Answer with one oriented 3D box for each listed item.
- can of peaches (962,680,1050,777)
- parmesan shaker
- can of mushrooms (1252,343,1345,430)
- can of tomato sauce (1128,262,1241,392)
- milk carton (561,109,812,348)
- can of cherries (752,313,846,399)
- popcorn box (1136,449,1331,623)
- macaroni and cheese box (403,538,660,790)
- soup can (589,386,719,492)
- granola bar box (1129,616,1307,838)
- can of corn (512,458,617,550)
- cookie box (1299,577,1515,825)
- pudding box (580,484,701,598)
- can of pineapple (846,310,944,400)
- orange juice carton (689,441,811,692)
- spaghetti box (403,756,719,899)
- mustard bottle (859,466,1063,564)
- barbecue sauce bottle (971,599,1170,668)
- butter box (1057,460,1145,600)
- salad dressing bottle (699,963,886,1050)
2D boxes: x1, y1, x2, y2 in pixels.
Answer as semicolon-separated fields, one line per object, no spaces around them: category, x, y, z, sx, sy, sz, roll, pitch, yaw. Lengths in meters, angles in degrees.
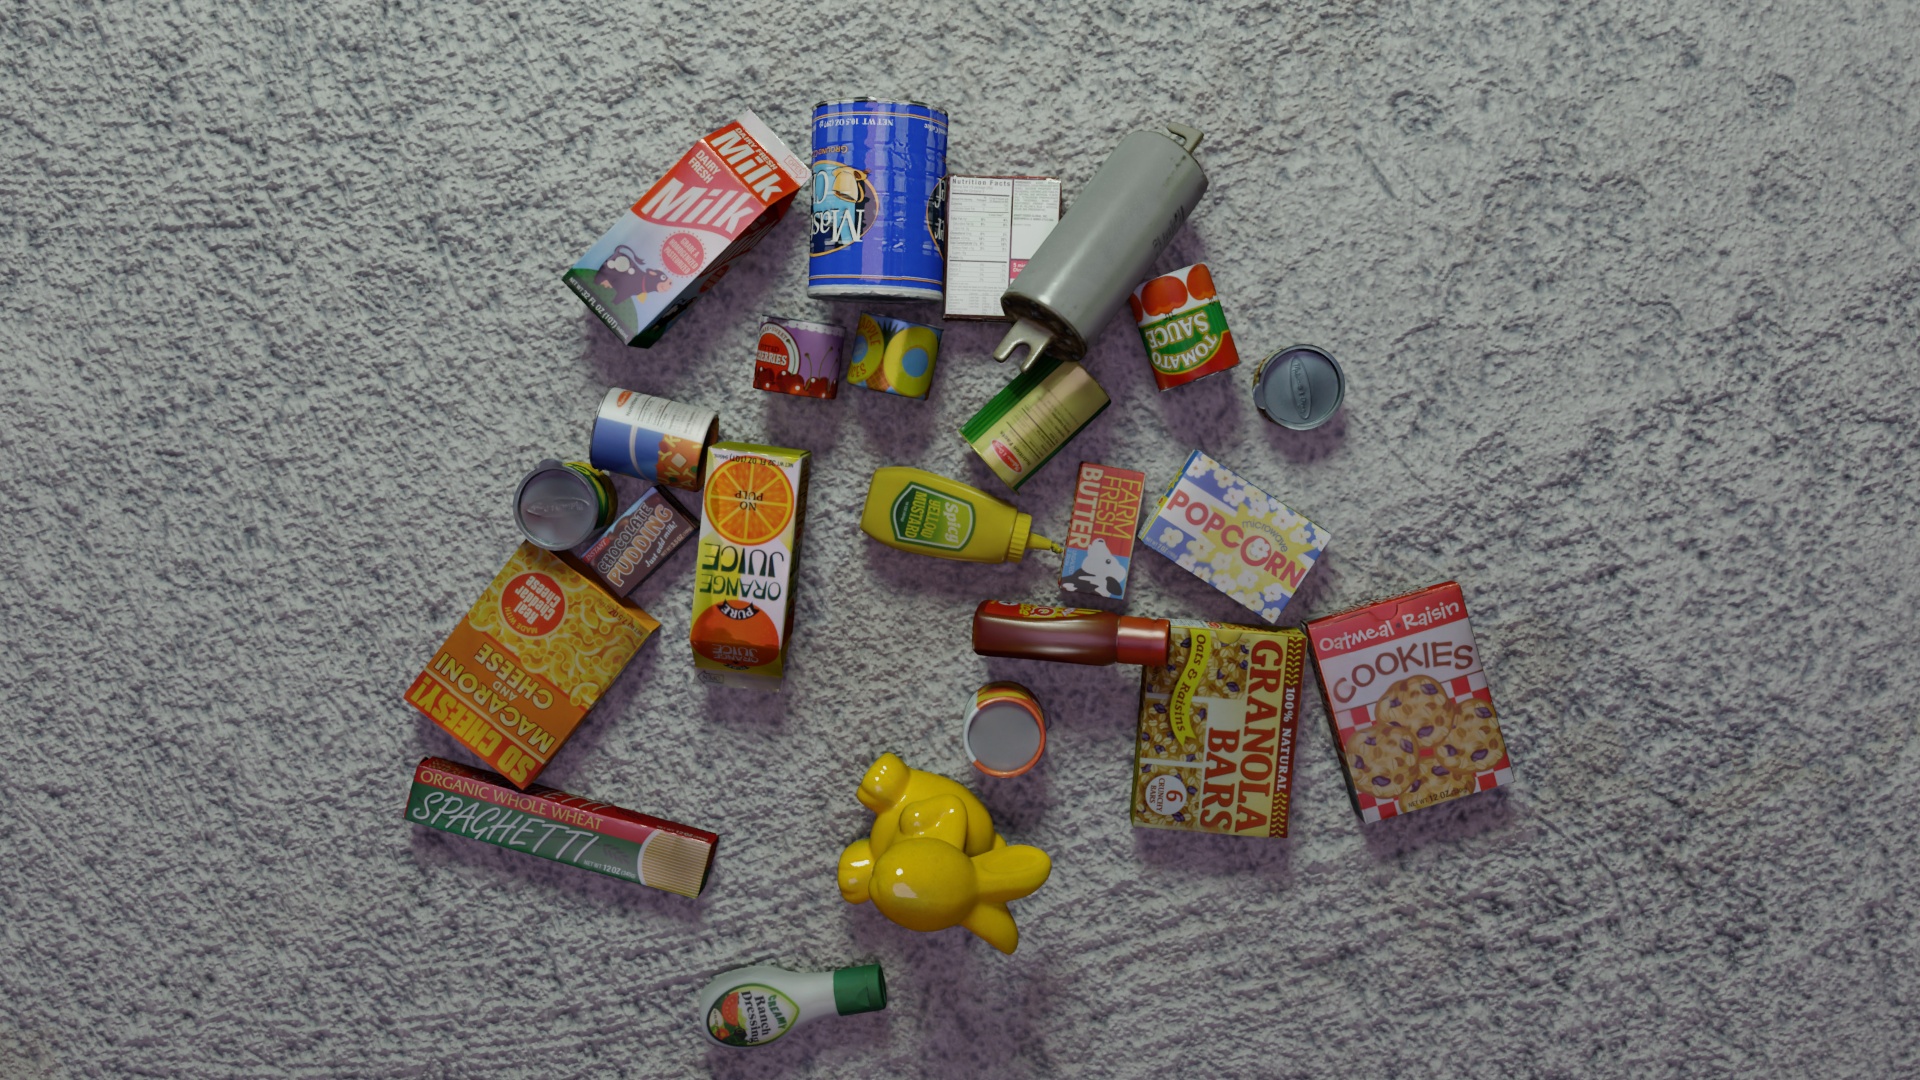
can of peaches;0.037;0.149;1.100;0.071;0.058;0.071;0;96;2
parmesan shaker;0.059;-0.094;1.073;0.103;0.071;0.071;-42;94;4
can of mushrooms;0.260;-0.119;1.083;0.071;0.033;0.071;0;96;1
can of tomato sauce;0.170;-0.163;1.062;0.071;0.071;0.083;-20;95;3
milk carton;-0.204;-0.237;1.059;0.190;0.073;0.072;-44;93;4
can of cherries;-0.126;-0.141;1.068;0.071;0.071;0.058;9;97;0
popcorn box;0.214;-0.004;1.092;0.127;0.038;0.085;32;95;-2
macaroni and cheese box;-0.341;0.095;1.110;0.124;0.040;0.166;39;94;-3
soup can;-0.237;-0.076;1.080;0.084;0.071;0.071;14;96;-1
granola bar box;0.204;0.149;1.106;0.124;0.039;0.165;4;95;1
can of corn;-0.309;-0.031;1.088;0.071;0.058;0.071;0;96;1
cookie box;0.353;0.126;1.101;0.123;0.040;0.167;-17;95;3
pudding box;-0.254;0.000;1.104;0.083;0.030;0.049;-43;93;4
can of pineapple;-0.052;-0.142;1.068;0.071;0.071;0.057;13;96;0
orange juice carton;-0.164;0.022;1.083;0.072;0.073;0.192;7;96;0
spaghetti box;-0.325;0.233;1.129;0.250;0.029;0.050;15;95;-1
mustard bottle;0.004;-0.014;1.089;0.160;0.049;0.065;13;97;0
barbecue sauce bottle;0.087;0.073;1.075;0.148;0.065;0.043;4;96;13
butter box;0.112;-0.008;1.100;0.053;0.024;0.103;9;96;-1
salad dressing bottle;-0.136;0.375;1.132;0.148;0.044;0.064;-10;94;2
